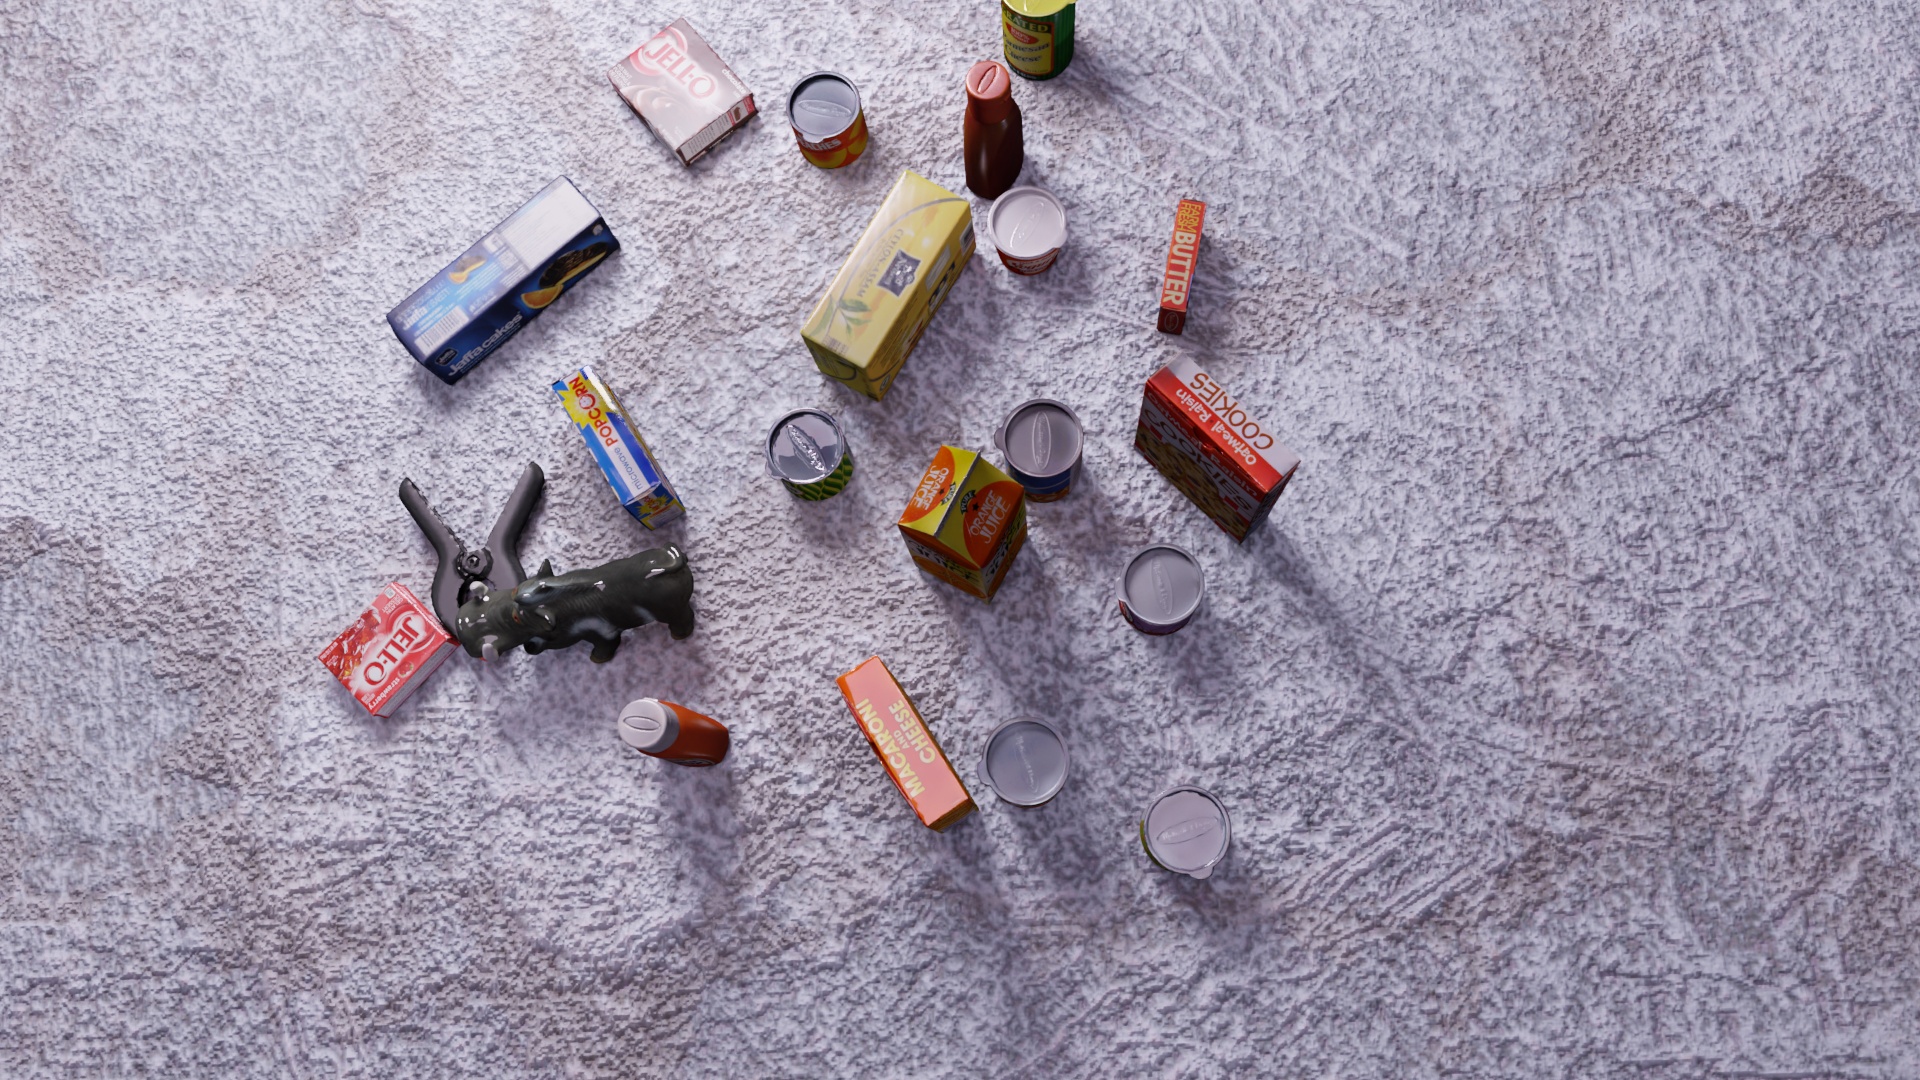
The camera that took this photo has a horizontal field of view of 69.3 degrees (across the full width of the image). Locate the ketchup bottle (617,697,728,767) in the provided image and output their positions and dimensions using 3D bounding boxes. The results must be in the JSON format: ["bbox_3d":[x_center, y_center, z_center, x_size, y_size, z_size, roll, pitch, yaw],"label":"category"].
[{"bbox_3d":[-0.225,0.147,1.070,0.065,0.148,0.043,8,77,6],"label":"ketchup bottle"}]

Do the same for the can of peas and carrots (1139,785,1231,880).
[{"bbox_3d":[0.174,0.226,1.072,0.071,0.058,0.071,-1,76,3],"label":"can of peas and carrots"}]

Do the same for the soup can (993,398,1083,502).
[{"bbox_3d":[0.065,-0.072,1.140,0.071,0.083,0.071,-1,76,3],"label":"soup can"}]

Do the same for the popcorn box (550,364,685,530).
[{"bbox_3d":[-0.285,-0.076,1.162,0.038,0.085,0.127,-33,77,-4],"label":"popcorn box"}]

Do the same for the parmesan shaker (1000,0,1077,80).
[{"bbox_3d":[0.071,-0.460,1.226,0.071,0.103,0.071,-1,76,3],"label":"parmesan shaker"}]

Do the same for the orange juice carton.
[{"bbox_3d":[0.004,-0.013,1.073,0.073,0.192,0.072,28,80,10],"label":"orange juice carton"}]

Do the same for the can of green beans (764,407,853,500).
[{"bbox_3d":[-0.126,-0.071,1.165,0.071,0.057,0.071,-1,76,3],"label":"can of green beans"}]

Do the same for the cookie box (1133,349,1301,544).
[{"bbox_3d":[0.196,-0.068,1.088,0.040,0.167,0.123,-44,78,-7],"label":"cookie box"}]

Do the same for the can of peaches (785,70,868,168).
[{"bbox_3d":[-0.119,-0.372,1.239,0.071,0.058,0.071,-1,76,3],"label":"can of peaches"}]

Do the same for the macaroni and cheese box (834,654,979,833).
[{"bbox_3d":[-0.038,0.158,1.046,0.040,0.166,0.124,-33,77,-4],"label":"macaroni and cheese box"}]

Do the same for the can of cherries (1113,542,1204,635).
[{"bbox_3d":[0.158,0.040,1.119,0.071,0.058,0.071,-1,76,3],"label":"can of cherries"}]

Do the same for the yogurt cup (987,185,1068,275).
[{"bbox_3d":[0.058,-0.265,1.204,0.072,0.054,0.072,-1,76,3],"label":"yogurt cup"}]

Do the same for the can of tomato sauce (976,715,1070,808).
[{"bbox_3d":[0.050,0.175,1.080,0.071,0.083,0.071,-1,76,3],"label":"can of tomato sauce"}]

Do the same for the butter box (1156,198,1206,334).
[{"bbox_3d":[0.188,-0.234,1.188,0.024,0.053,0.103,11,77,6],"label":"butter box"}]

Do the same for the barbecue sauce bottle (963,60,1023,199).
[{"bbox_3d":[0.027,-0.350,1.178,0.044,0.148,0.065,29,80,10],"label":"barbecue sauce bottle"}]
